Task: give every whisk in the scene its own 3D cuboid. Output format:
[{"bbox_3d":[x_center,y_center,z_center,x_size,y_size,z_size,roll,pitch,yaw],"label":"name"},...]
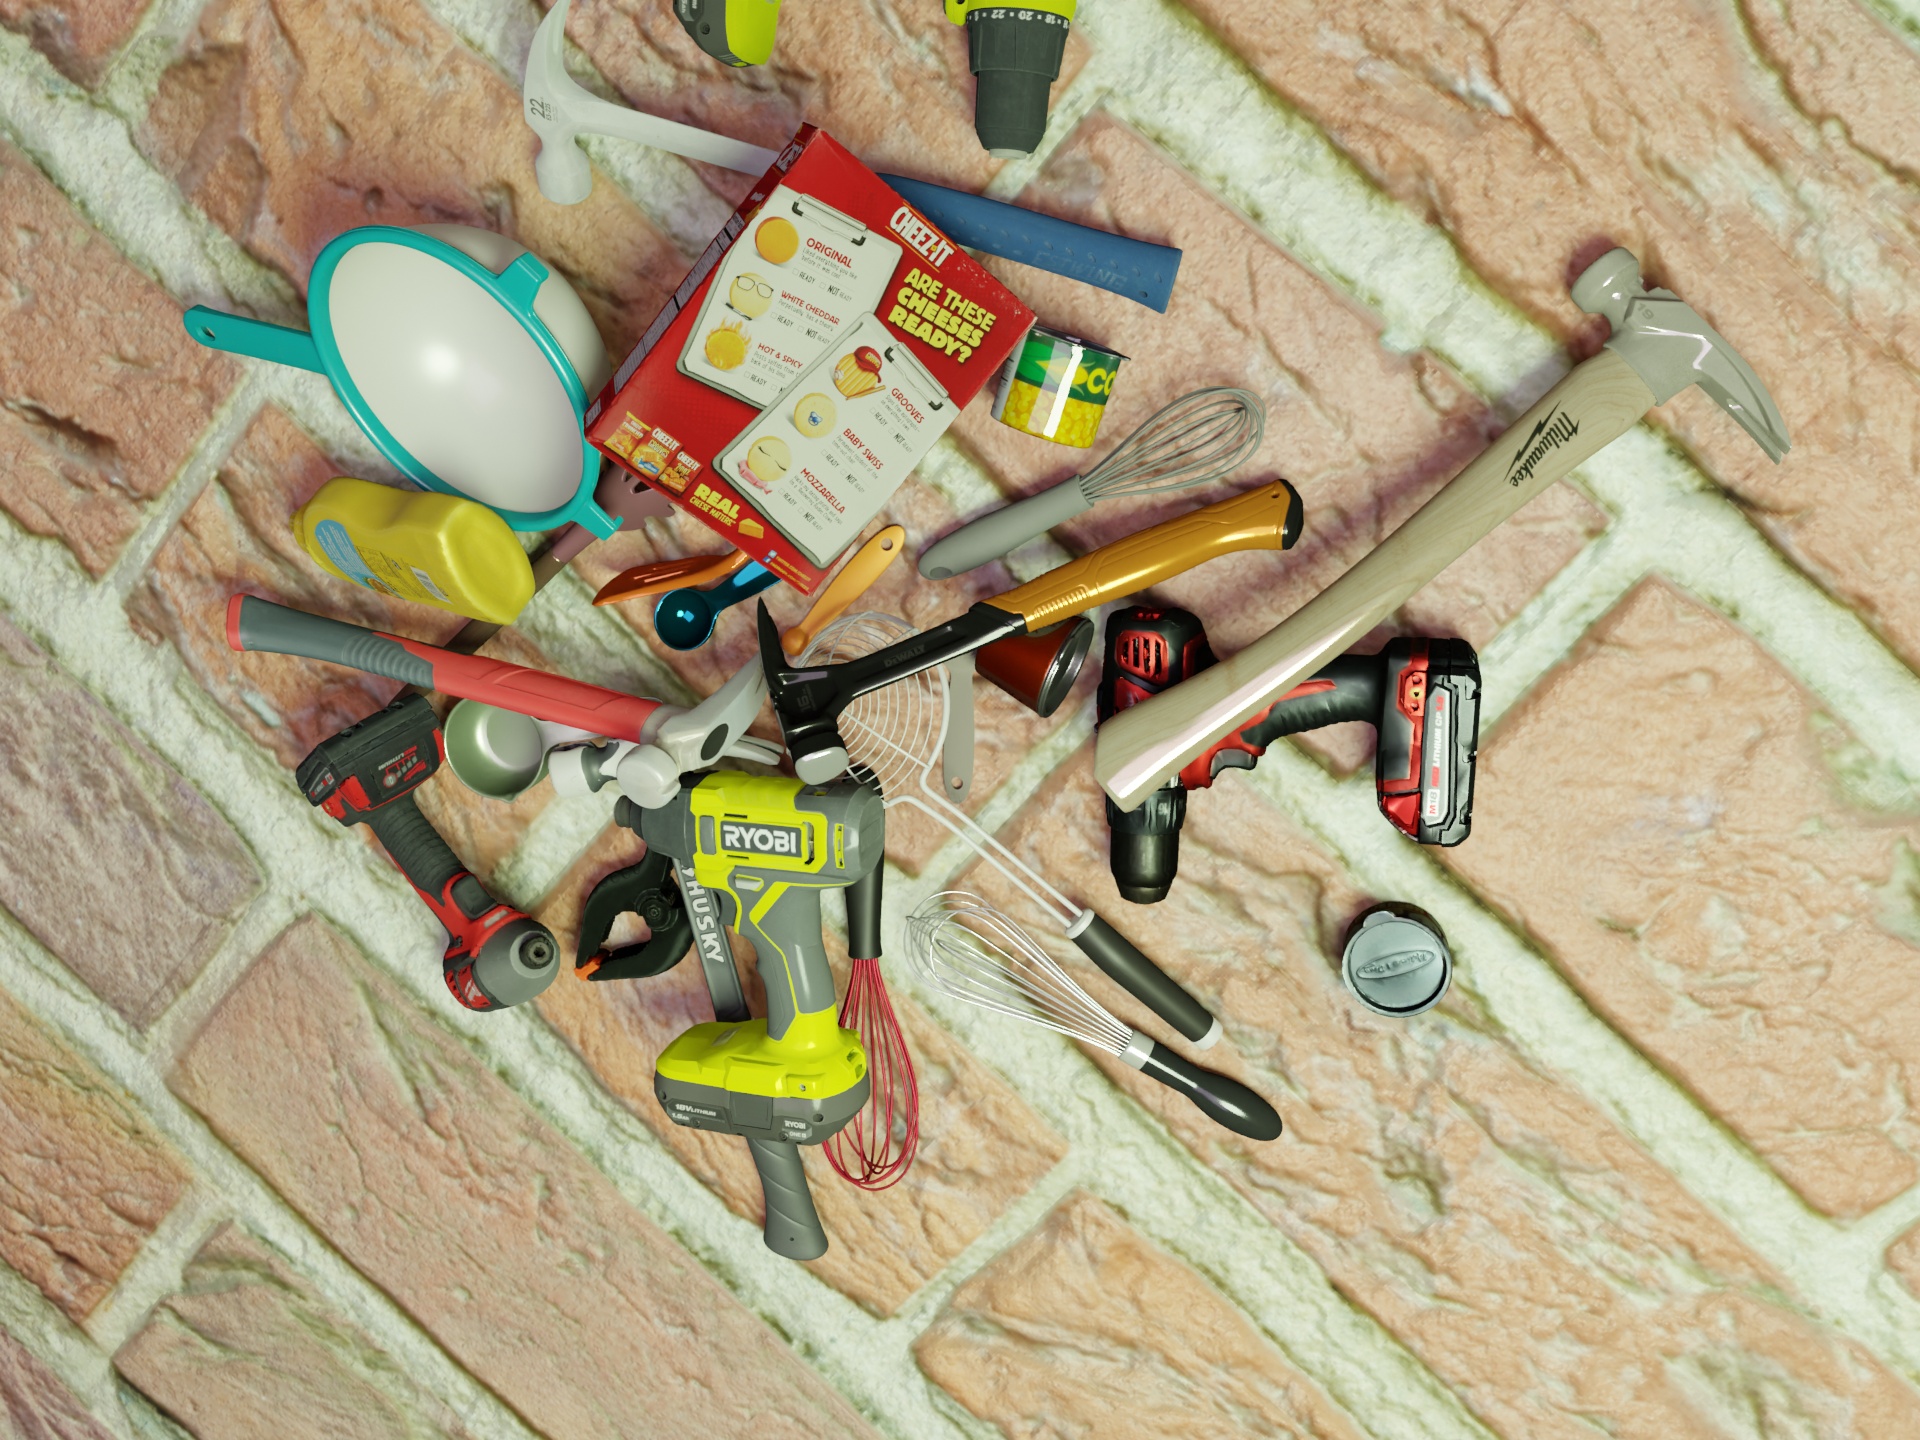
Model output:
[{"bbox_3d":[0.087,0.200,1.044,0.284,0.070,0.070,30,108,1],"label":"whisk"},{"bbox_3d":[-0.065,0.177,1.075,0.073,0.073,0.296,1,97,13],"label":"whisk"},{"bbox_3d":[0.076,-0.139,0.973,0.239,0.055,0.055,-23,97,22],"label":"whisk"}]

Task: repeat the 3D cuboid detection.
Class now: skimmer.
[{"bbox_3d":[0.034,0.079,1.033,0.363,0.090,0.127,41,111,-11],"label":"skimmer"}]

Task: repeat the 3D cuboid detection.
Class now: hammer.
[{"bbox_3d":[0.043,-0.075,0.952,0.337,0.034,0.127,-21,56,-1],"label":"hammer"},{"bbox_3d":[-0.318,-0.038,1.049,0.386,0.143,0.038,14,127,20],"label":"hammer"},{"bbox_3d":[-0.152,0.194,1.085,0.149,0.036,0.408,-11,108,7],"label":"hammer"},{"bbox_3d":[-0.067,-0.320,0.940,0.405,0.035,0.144,17,149,4],"label":"hammer"},{"bbox_3d":[0.249,-0.078,0.886,0.410,0.038,0.146,-39,73,7],"label":"hammer"}]

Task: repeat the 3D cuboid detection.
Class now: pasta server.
[{"bbox_3d":[-0.285,-0.098,1.079,0.316,0.040,0.060,-37,92,22],"label":"pasta server"}]

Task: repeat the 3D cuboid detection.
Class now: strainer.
[{"bbox_3d":[-0.349,-0.245,1.022,0.340,0.095,0.210,16,139,23],"label":"strainer"}]

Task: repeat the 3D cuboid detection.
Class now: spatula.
[{"bbox_3d":[-0.094,-0.157,1.006,0.322,0.081,0.041,-34,105,13],"label":"spatula"}]

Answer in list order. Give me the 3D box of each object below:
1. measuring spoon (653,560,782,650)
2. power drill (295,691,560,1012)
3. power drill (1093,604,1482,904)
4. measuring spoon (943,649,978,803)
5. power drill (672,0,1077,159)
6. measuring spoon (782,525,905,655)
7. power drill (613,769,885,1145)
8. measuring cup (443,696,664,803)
[{"bbox_3d":[-0.144,-0.087,1.054,0.128,0.021,0.042,-28,85,9],"label":"measuring spoon"},{"bbox_3d":[-0.352,0.099,1.086,0.143,0.078,0.219,-23,101,56],"label":"power drill"},{"bbox_3d":[0.193,0.028,0.967,0.227,0.080,0.188,4,104,16],"label":"power drill"},{"bbox_3d":[-0.002,-0.003,1.035,0.034,0.018,0.124,5,105,12],"label":"measuring spoon"},{"bbox_3d":[-0.043,-0.430,0.915,0.228,0.080,0.190,7,104,9],"label":"power drill"},{"bbox_3d":[-0.077,-0.084,1.037,0.021,0.011,0.117,45,109,0],"label":"measuring spoon"},{"bbox_3d":[-0.134,0.143,1.002,0.171,0.080,0.223,4,105,17],"label":"power drill"},{"bbox_3d":[-0.273,0.004,1.093,0.167,0.038,0.083,-13,100,14],"label":"measuring cup"}]
